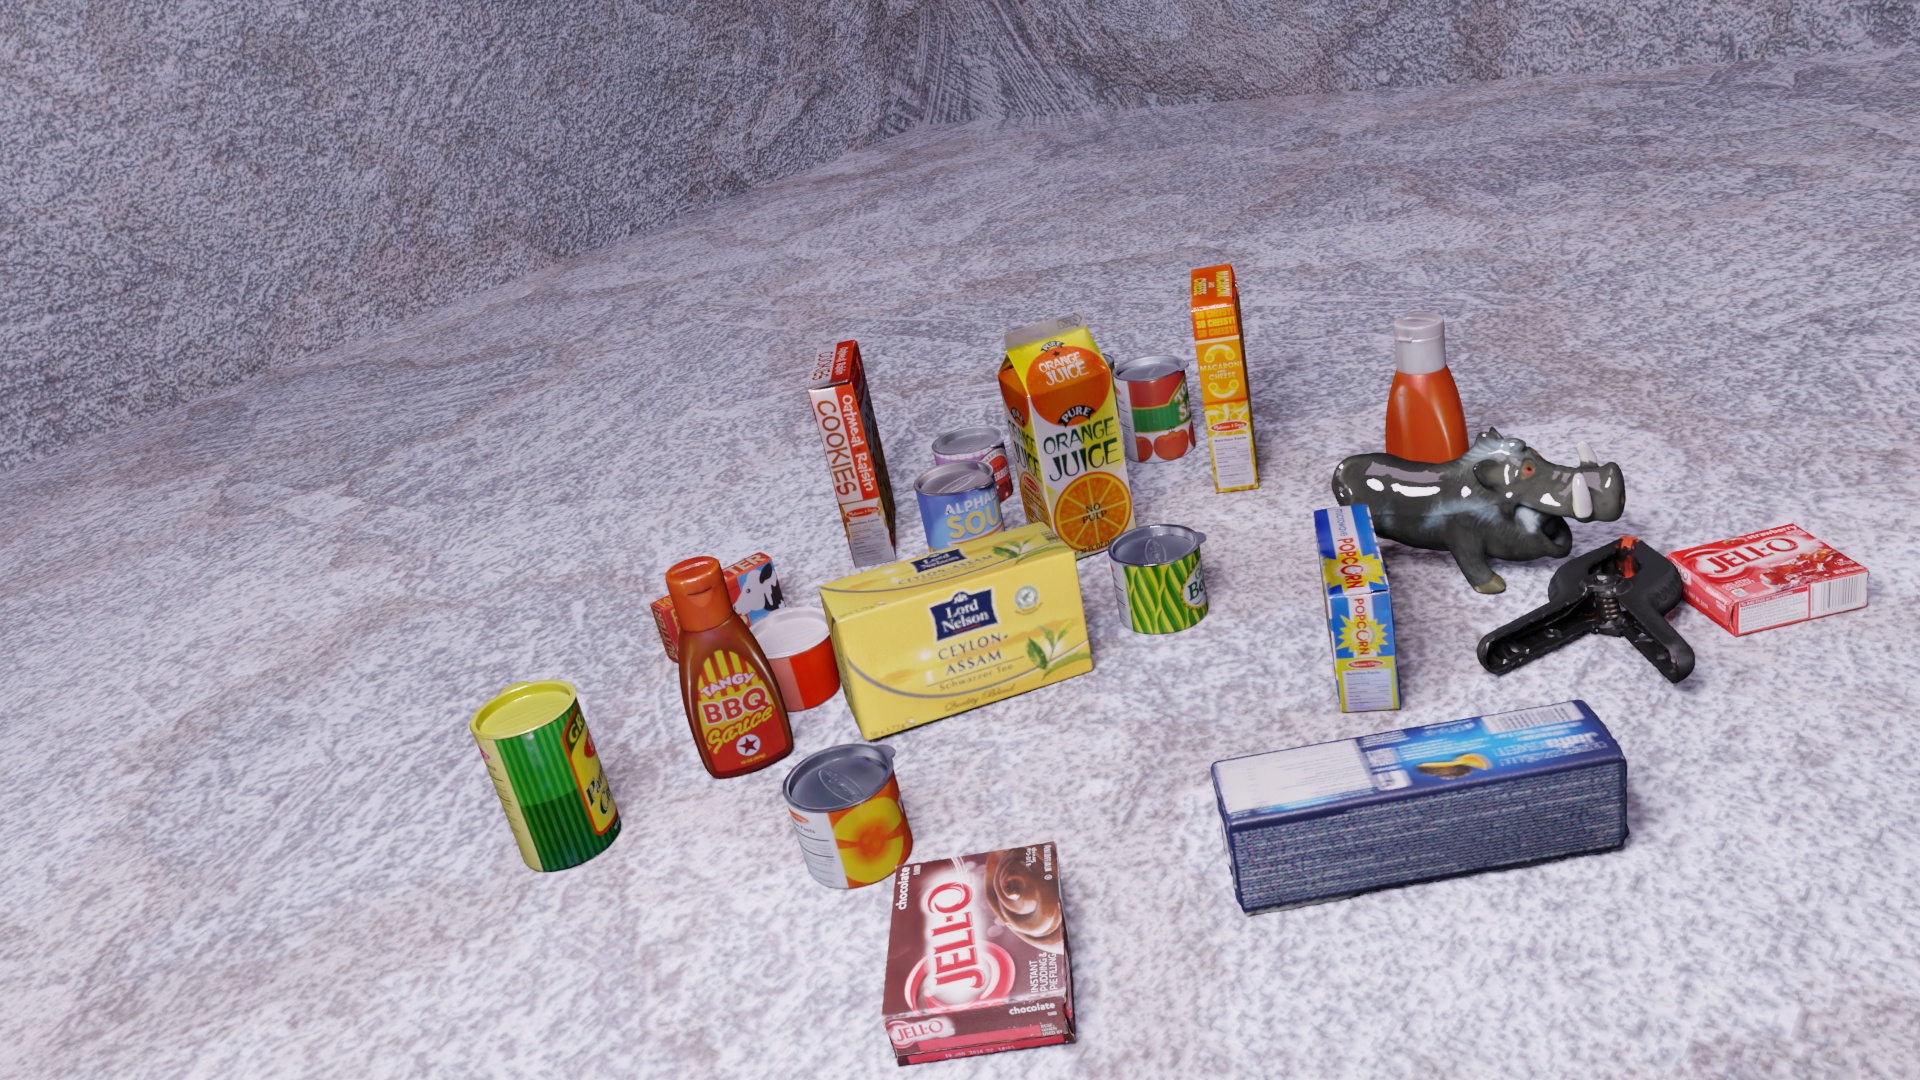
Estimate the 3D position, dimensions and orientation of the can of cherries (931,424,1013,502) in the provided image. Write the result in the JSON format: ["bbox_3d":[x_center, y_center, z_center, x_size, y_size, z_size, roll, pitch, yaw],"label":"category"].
[{"bbox_3d":[0.013,-0.066,1.271,0.071,0.058,0.072,-10,24,5],"label":"can of cherries"}]

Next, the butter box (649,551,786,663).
[{"bbox_3d":[-0.193,0.054,1.115,0.104,0.053,0.024,-26,28,-28],"label":"butter box"}]

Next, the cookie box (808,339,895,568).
[{"bbox_3d":[-0.091,-0.078,1.215,0.040,0.166,0.123,-11,24,3],"label":"cookie box"}]

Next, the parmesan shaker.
[{"bbox_3d":[-0.262,0.148,0.884,0.071,0.102,0.071,-10,24,5],"label":"parmesan shaker"}]

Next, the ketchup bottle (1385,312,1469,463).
[{"bbox_3d":[0.358,-0.100,1.073,0.044,0.148,0.065,-28,28,-31],"label":"ketchup bottle"}]

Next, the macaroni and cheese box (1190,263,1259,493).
[{"bbox_3d":[0.229,-0.142,1.204,0.040,0.165,0.124,-7,25,13],"label":"macaroni and cheese box"}]

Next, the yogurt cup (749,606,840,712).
[{"bbox_3d":[-0.120,0.088,1.007,0.072,0.053,0.073,-10,24,5],"label":"yogurt cup"}]

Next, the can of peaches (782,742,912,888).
[{"bbox_3d":[-0.063,0.161,0.818,0.071,0.057,0.071,-10,24,5],"label":"can of peaches"}]

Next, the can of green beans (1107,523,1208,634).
[{"bbox_3d":[0.144,0.028,1.008,0.071,0.057,0.071,-10,24,5],"label":"can of green beans"}]

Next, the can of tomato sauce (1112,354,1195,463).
[{"bbox_3d":[0.181,-0.122,1.283,0.071,0.082,0.071,-10,24,5],"label":"can of tomato sauce"}]

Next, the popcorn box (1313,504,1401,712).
[{"bbox_3d":[0.254,0.041,0.895,0.038,0.085,0.127,-7,25,13],"label":"popcorn box"}]

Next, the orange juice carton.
[{"bbox_3d":[0.083,-0.085,1.118,0.072,0.191,0.073,-18,25,-13],"label":"orange juice carton"}]

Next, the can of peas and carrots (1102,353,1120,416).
[{"bbox_3d":[0.127,-0.152,1.402,0.071,0.058,0.071,-10,24,5],"label":"can of peas and carrots"}]

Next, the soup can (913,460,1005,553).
[{"bbox_3d":[0.004,-0.014,1.133,0.071,0.083,0.071,-10,24,5],"label":"soup can"}]

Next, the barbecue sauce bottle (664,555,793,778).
[{"bbox_3d":[-0.158,0.083,0.921,0.065,0.148,0.044,-18,25,-12],"label":"barbecue sauce bottle"}]
